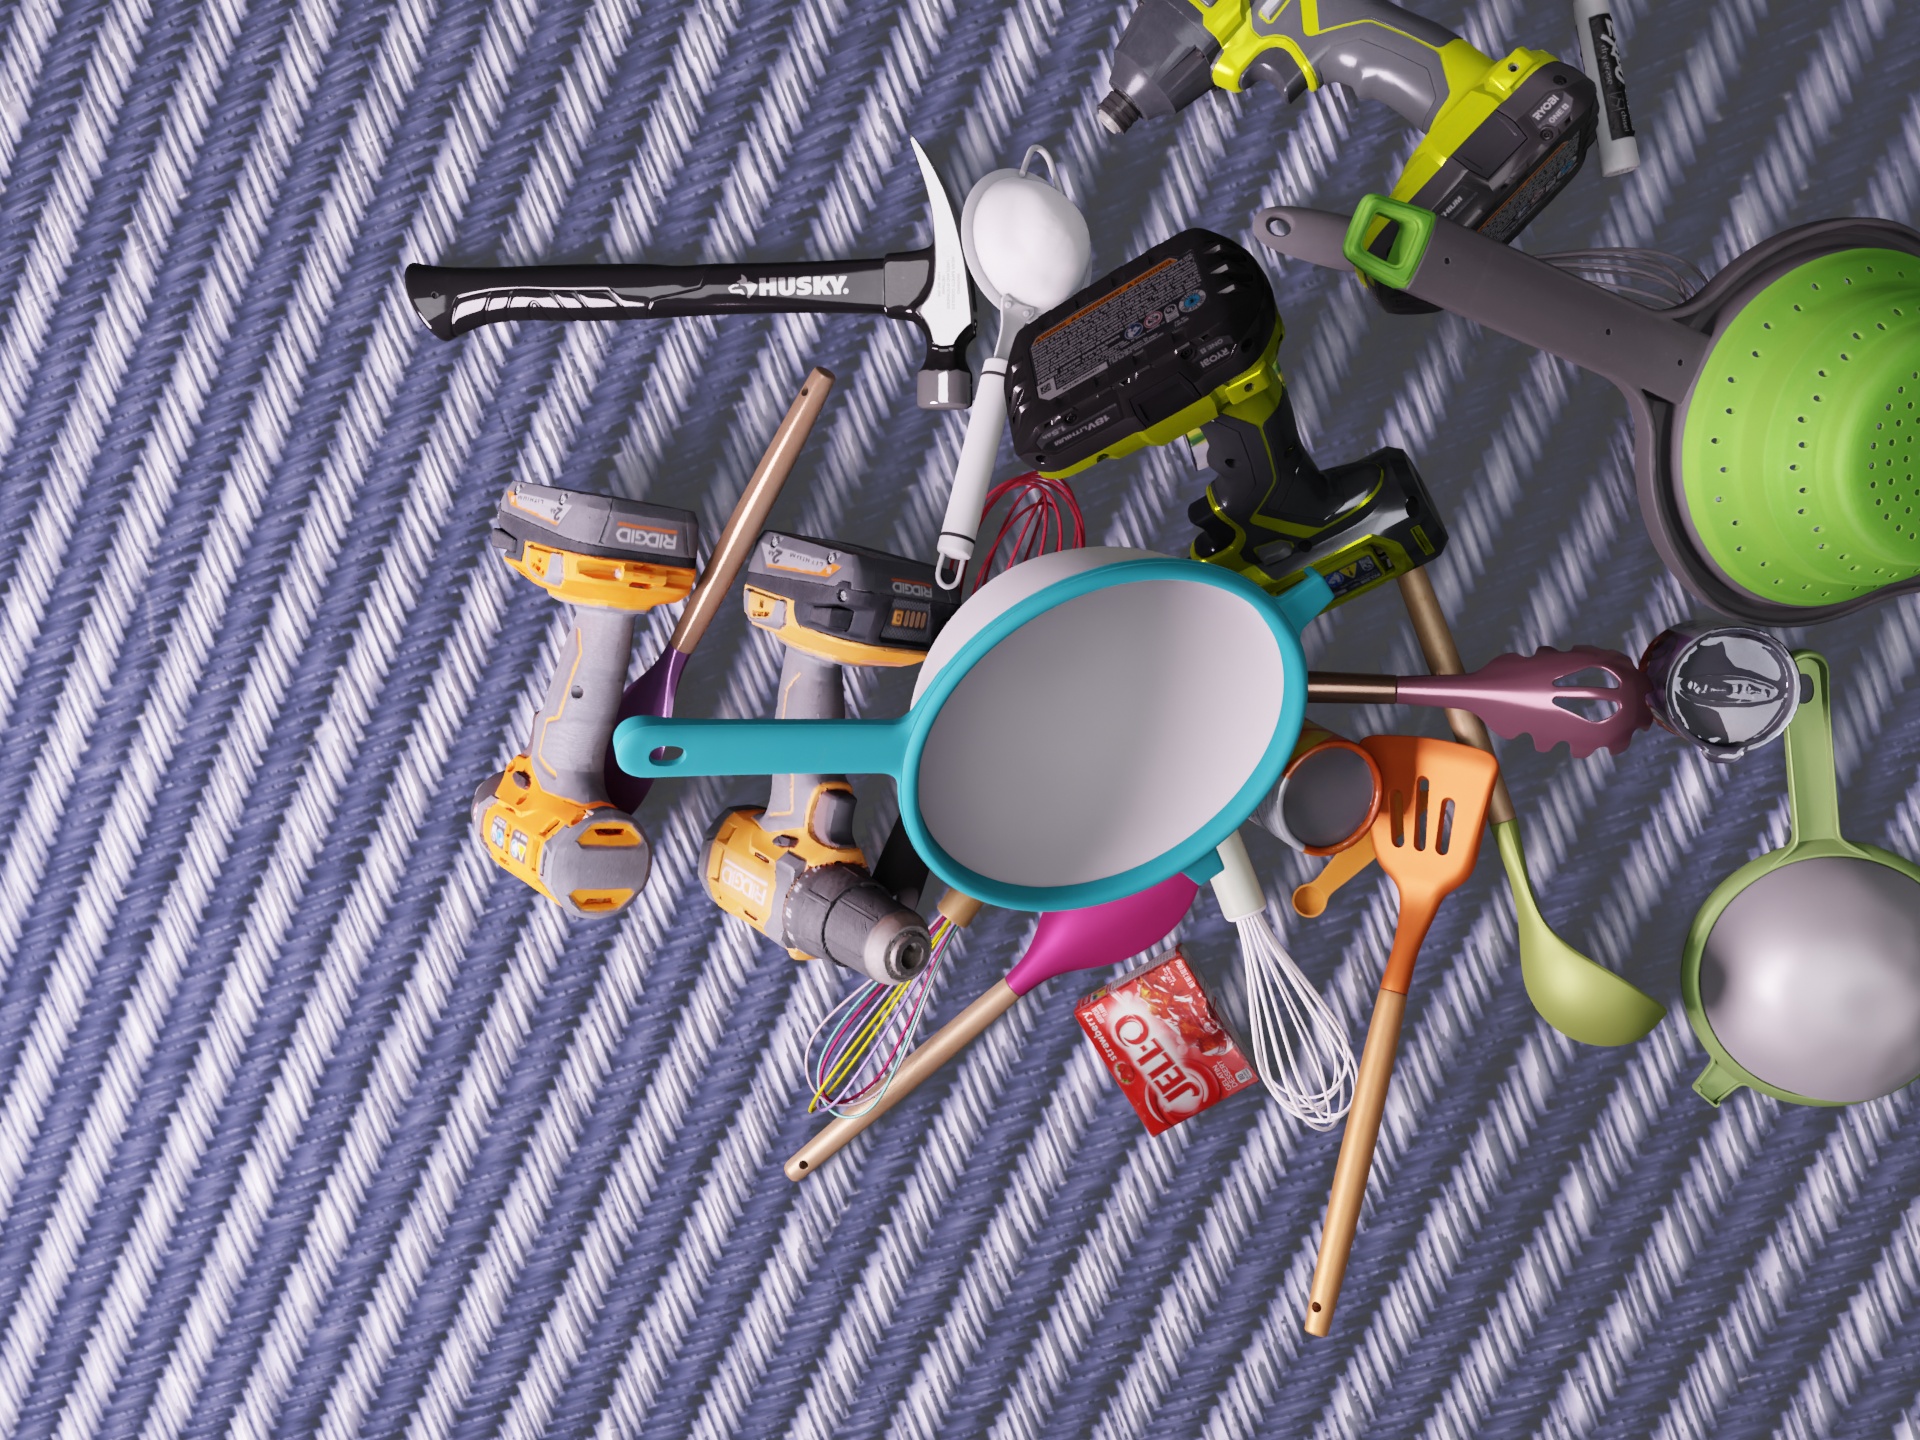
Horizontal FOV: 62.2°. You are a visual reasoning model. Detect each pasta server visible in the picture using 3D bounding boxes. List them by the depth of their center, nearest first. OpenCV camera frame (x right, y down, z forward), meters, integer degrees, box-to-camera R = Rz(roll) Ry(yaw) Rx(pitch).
[{"bbox_3d":[0.204,-0.016,0.848,0.316,0.040,0.060,2,83,13],"label":"pasta server"}]

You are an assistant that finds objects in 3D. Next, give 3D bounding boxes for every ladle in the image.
[{"bbox_3d":[0.298,0.025,0.866,0.062,0.078,0.320,-20,87,1],"label":"ladle"}]

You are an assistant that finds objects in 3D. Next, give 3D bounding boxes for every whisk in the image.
[{"bbox_3d":[0.272,-0.239,0.839,0.239,0.055,0.055,16,100,11],"label":"whisk"},{"bbox_3d":[0.166,0.116,0.902,0.058,0.059,0.246,-22,89,40],"label":"whisk"},{"bbox_3d":[-0.001,-0.003,0.906,0.073,0.073,0.295,22,106,5],"label":"whisk"},{"bbox_3d":[-0.017,0.134,0.929,0.051,0.047,0.245,40,98,39],"label":"whisk"}]

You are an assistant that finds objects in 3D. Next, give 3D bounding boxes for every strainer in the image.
[{"bbox_3d":[-0.001,-0.011,0.774,0.340,0.095,0.210,0,127,-21],"label":"strainer"},{"bbox_3d":[0.463,0.091,0.839,0.151,0.069,0.256,-7,98,10],"label":"strainer"},{"bbox_3d":[0.025,-0.193,0.848,0.086,0.050,0.258,18,83,-30],"label":"strainer"}]

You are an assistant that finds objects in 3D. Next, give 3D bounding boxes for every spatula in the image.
[{"bbox_3d":[0.224,0.169,0.858,0.081,0.041,0.323,9,81,39],"label":"spatula"},{"bbox_3d":[-0.146,-0.061,0.896,0.060,0.018,0.315,49,120,32],"label":"spatula"}]

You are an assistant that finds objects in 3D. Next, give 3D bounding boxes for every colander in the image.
[{"bbox_3d":[0.366,-0.159,0.741,0.397,0.095,0.204,17,102,-15],"label":"colander"}]

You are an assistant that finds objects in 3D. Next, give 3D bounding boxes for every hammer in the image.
[{"bbox_3d":[-0.157,-0.251,0.908,0.335,0.035,0.146,1,98,9],"label":"hammer"}]

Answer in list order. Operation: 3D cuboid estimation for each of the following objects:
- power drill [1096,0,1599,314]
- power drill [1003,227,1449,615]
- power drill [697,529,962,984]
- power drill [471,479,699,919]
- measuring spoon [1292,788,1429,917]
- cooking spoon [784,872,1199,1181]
[{"bbox_3d":[0.191,-0.319,0.809,0.171,0.080,0.223,-46,73,10],"label":"power drill"},{"bbox_3d":[0.120,-0.117,0.808,0.190,0.080,0.228,-26,136,22],"label":"power drill"},{"bbox_3d":[-0.064,0.022,0.865,0.185,0.084,0.226,21,103,51],"label":"power drill"},{"bbox_3d":[-0.227,-0.017,0.907,0.164,0.084,0.226,17,100,49],"label":"power drill"},{"bbox_3d":[0.232,0.067,0.904,0.021,0.011,0.117,43,98,1],"label":"measuring spoon"},{"bbox_3d":[0.013,0.174,0.945,0.319,0.017,0.069,-42,88,11],"label":"cooking spoon"}]
